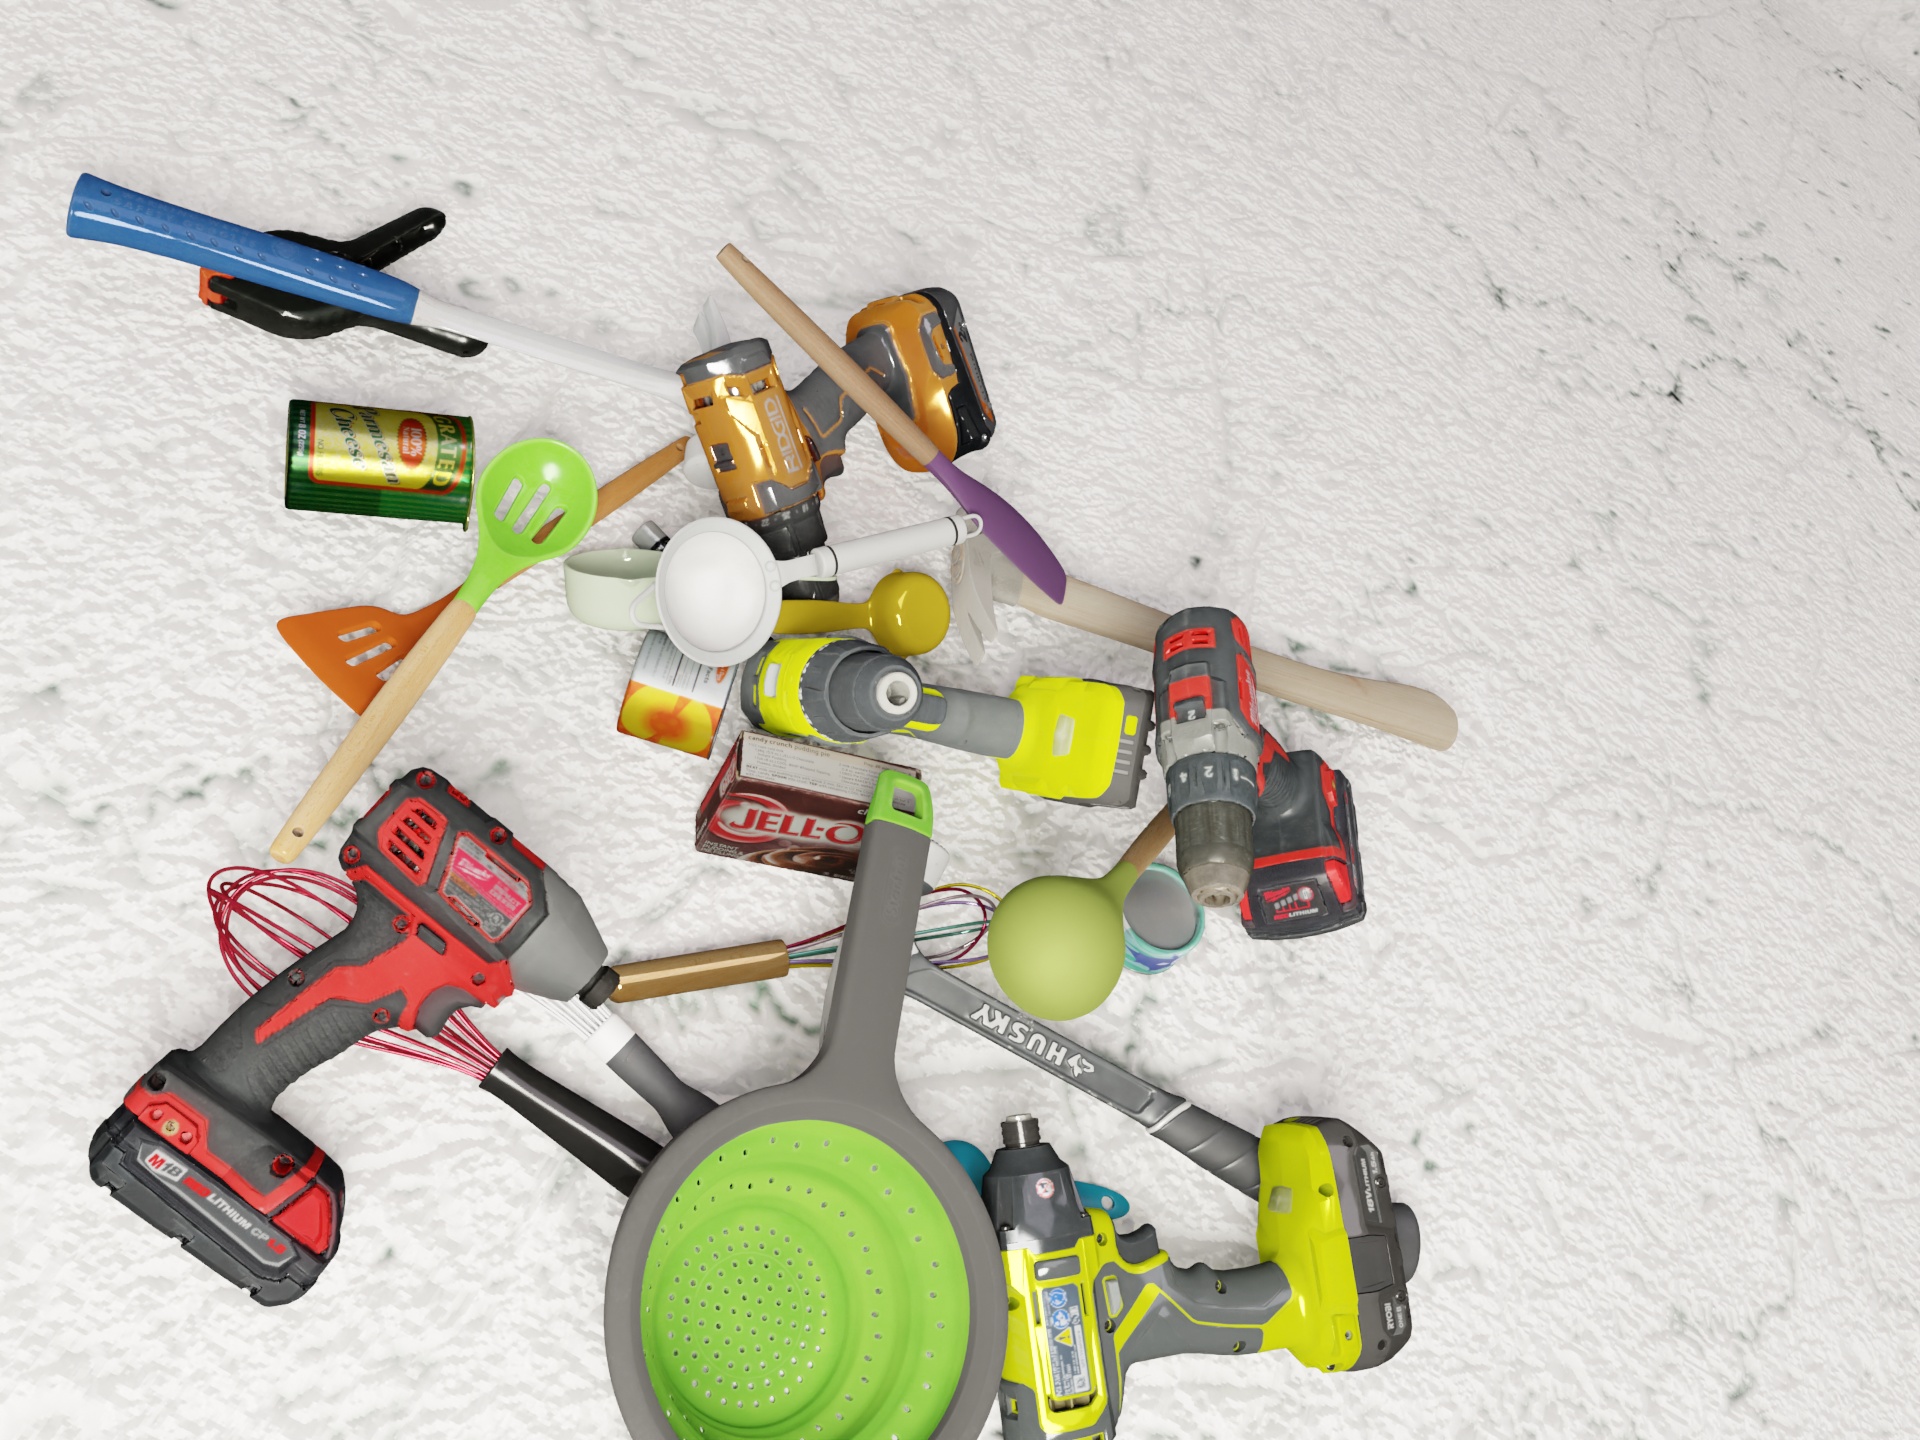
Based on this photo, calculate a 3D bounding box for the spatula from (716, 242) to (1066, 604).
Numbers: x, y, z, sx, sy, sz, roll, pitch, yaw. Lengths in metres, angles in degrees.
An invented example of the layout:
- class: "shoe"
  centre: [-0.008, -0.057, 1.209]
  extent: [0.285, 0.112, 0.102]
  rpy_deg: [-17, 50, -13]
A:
- class: "spatula"
  centre: [-0.036, -0.188, 1.023]
  extent: [0.315, 0.018, 0.060]
  rpy_deg: [42, 33, -23]

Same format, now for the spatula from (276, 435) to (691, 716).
- class: "spatula"
  centre: [-0.267, -0.103, 0.974]
  extent: [0.081, 0.041, 0.323]
  rpy_deg: [46, 51, -2]

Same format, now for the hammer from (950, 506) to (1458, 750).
- class: "hammer"
  centre: [0.184, -0.042, 1.137]
  extent: [0.410, 0.038, 0.146]
  rpy_deg: [17, 38, -18]

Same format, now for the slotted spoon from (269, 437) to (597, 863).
- class: "slotted spoon"
  centre: [-0.293, -0.046, 0.889]
  extent: [0.070, 0.031, 0.314]
  rpy_deg: [35, 51, -16]

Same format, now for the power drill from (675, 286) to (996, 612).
- class: "power drill"
  centre: [-0.073, -0.183, 1.071]
  extent: [0.226, 0.084, 0.185]
  rpy_deg: [-35, 113, -42]

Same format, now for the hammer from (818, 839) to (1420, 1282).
- class: "hammer"
  centre: [0.103, 0.226, 0.924]
  extent: [0.408, 0.036, 0.149]
  rpy_deg: [31, 74, -12]

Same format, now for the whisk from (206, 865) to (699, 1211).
- class: "whisk"
  centre: [-0.253, 0.165, 0.804]
  extent: [0.295, 0.073, 0.073]
  rpy_deg: [36, 51, -7]

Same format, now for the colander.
- class: "colander"
  centre: [-0.074, 0.215, 0.812]
  extent: [0.204, 0.094, 0.397]
  rpy_deg: [22, 59, -22]

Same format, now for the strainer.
- class: "strainer"
  centre: [-0.091, -0.093, 0.962]
  extent: [0.258, 0.050, 0.087]
  rpy_deg: [-18, 104, -32]

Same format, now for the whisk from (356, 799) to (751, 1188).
- class: "whisk"
  centre: [-0.208, 0.145, 0.834]
  extent: [0.284, 0.070, 0.070]
  rpy_deg: [45, 52, -2]

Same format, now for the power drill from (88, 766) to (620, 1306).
- class: "power drill"
  centre: [-0.269, 0.145, 0.732]
  extent: [0.143, 0.078, 0.220]
  rpy_deg: [42, 76, -12]

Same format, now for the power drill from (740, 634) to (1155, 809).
- class: "power drill"
  centre: [-0.002, -0.003, 0.952]
  extent: [0.228, 0.191, 0.080]
  rpy_deg: [11, 87, -25]

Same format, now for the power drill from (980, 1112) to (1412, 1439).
- class: "power drill"
  centre: [0.120, 0.289, 0.859]
  extent: [0.223, 0.080, 0.171]
  rpy_deg: [-4, 79, -19]

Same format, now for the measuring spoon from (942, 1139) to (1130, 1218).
- class: "measuring spoon"
  centre: [0.041, 0.264, 0.901]
  extent: [0.128, 0.021, 0.042]
  rpy_deg: [14, 55, -16]

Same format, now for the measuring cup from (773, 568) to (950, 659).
- class: "measuring cup"
  centre: [-0.065, -0.068, 1.022]
  extent: [0.156, 0.029, 0.062]
  rpy_deg: [-6, 94, -47]

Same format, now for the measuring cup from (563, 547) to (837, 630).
- class: "measuring cup"
  centre: [-0.160, -0.078, 0.984]
  extent: [0.167, 0.038, 0.083]
  rpy_deg: [1, 19, -15]

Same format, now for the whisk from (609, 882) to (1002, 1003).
- class: "whisk"
  centre: [-0.082, 0.130, 0.916]
  extent: [0.245, 0.051, 0.047]
  rpy_deg: [-6, 89, -23]

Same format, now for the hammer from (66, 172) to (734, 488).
- class: "hammer"
  centre: [-0.332, -0.261, 1.004]
  extent: [0.405, 0.035, 0.144]
  rpy_deg: [14, 56, -23]

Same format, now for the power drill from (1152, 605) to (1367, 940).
- class: "power drill"
  centre: [0.181, 0.060, 0.981]
  extent: [0.226, 0.080, 0.188]
  rpy_deg: [48, 36, -47]

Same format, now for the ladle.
- class: "ladle"
  centre: [0.098, 0.091, 0.964]
  extent: [0.078, 0.062, 0.320]
  rpy_deg: [51, 25, 3]
